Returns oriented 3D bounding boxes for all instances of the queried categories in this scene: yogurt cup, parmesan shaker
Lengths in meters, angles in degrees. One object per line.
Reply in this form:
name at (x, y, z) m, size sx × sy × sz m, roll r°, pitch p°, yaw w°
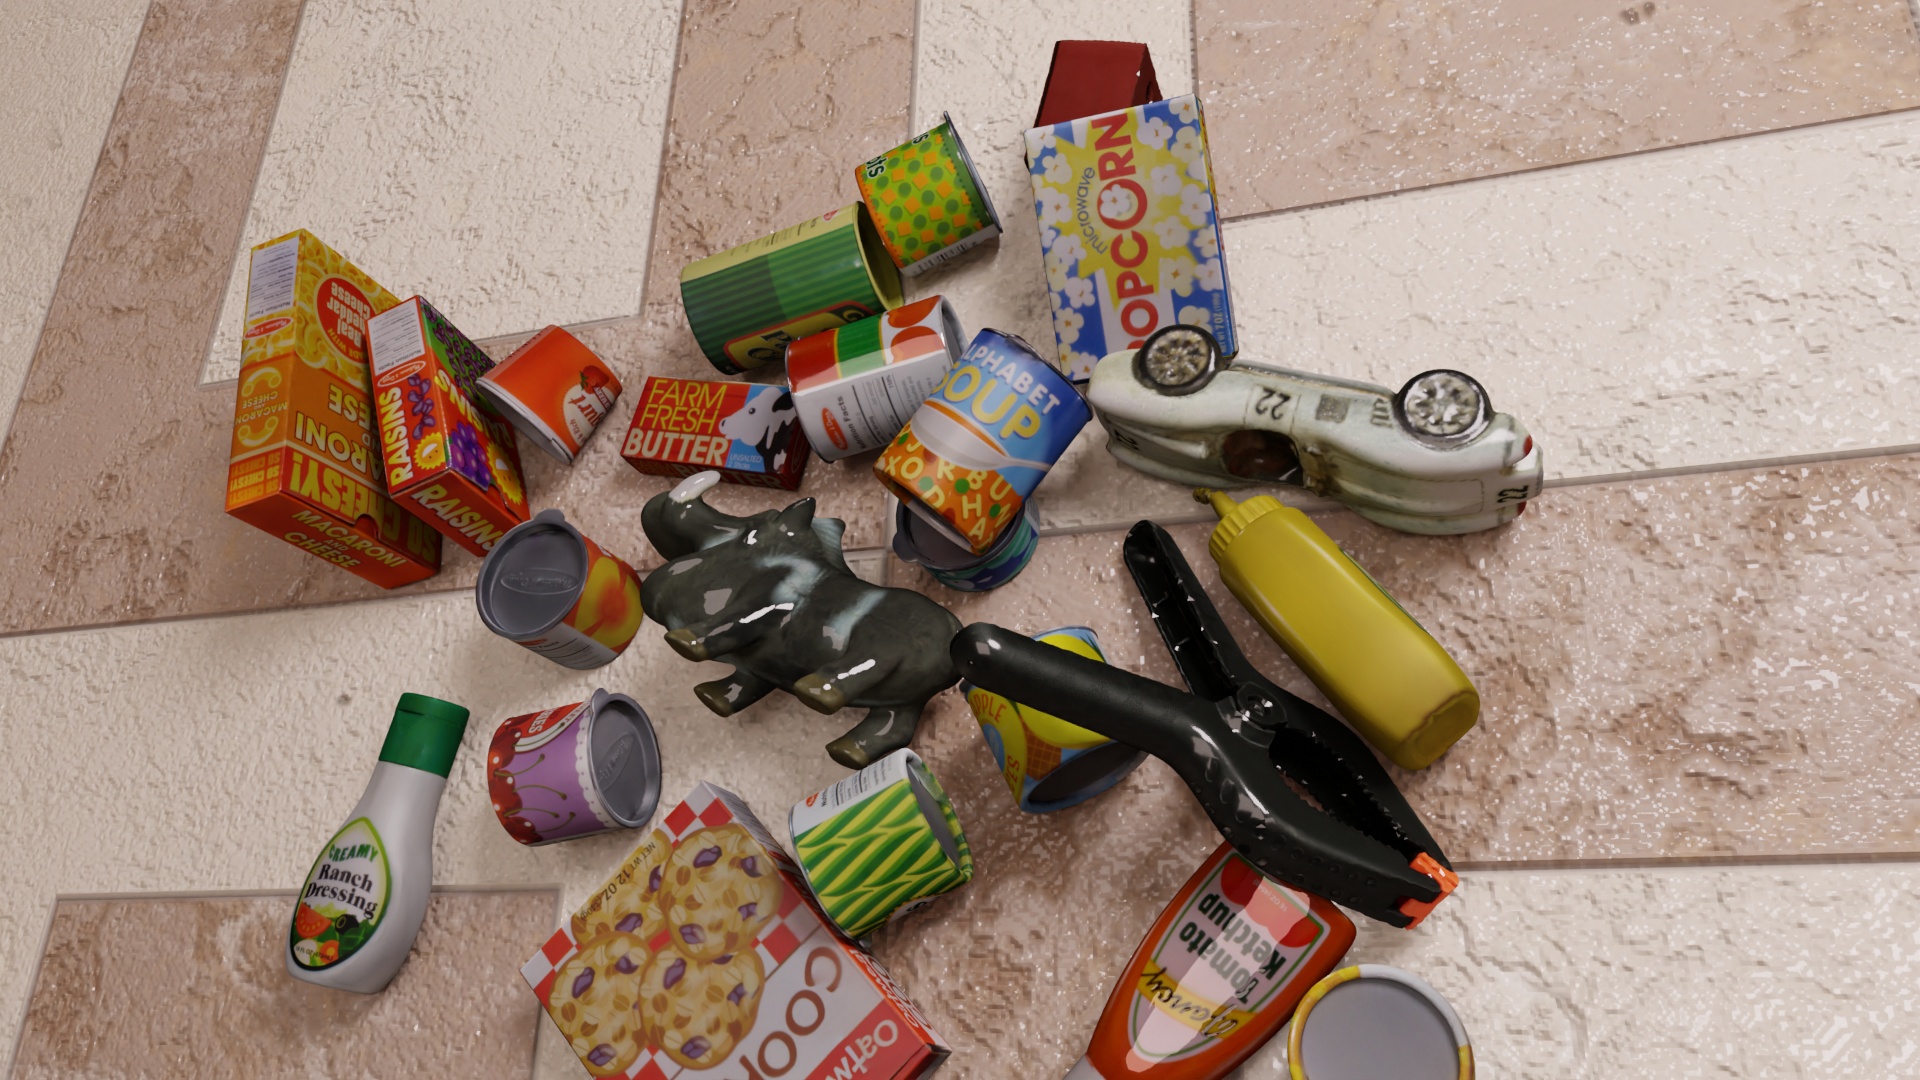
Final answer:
yogurt cup at (-0.228, -0.084, 0.781) m, size 0.072 × 0.072 × 0.054 m, roll 31°, pitch 73°, yaw 28°
parmesan shaker at (-0.090, -0.135, 0.754) m, size 0.103 × 0.071 × 0.071 m, roll -17°, pitch 63°, yaw 13°

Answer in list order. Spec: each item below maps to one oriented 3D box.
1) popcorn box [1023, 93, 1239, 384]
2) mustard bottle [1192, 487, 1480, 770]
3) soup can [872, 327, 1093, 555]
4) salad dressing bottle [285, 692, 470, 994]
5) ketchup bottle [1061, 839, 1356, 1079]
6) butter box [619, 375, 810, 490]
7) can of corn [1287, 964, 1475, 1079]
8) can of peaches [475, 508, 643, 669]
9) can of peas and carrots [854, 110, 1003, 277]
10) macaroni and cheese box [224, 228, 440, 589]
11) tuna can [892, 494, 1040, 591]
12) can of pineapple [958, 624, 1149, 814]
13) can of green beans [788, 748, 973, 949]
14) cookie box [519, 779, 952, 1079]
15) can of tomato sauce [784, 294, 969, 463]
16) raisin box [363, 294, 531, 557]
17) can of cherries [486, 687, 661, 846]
popcorn box at (0.084, -0.145, 0.677) m, size 0.085 × 0.038 × 0.126 m, roll -8°, pitch 96°, yaw 17°
mustard bottle at (0.152, 0.025, 0.598) m, size 0.049 × 0.065 × 0.161 m, roll -40°, pitch 57°, yaw 4°
soup can at (0.009, -0.046, 0.635) m, size 0.071 × 0.071 × 0.084 m, roll 34°, pitch 82°, yaw 28°
salad dressing bottle at (-0.294, 0.153, 0.712) m, size 0.064 × 0.044 × 0.148 m, roll 7°, pitch 70°, yaw 21°
ketchup bottle at (0.089, 0.191, 0.559) m, size 0.065 × 0.043 × 0.149 m, roll 40°, pitch 86°, yaw 28°
butter box at (-0.130, -0.060, 0.757) m, size 0.103 × 0.024 × 0.053 m, roll 7°, pitch 70°, yaw 22°
can of corn at (0.158, 0.198, 0.522) m, size 0.071 × 0.058 × 0.071 m, roll -8°, pitch 65°, yaw 17°
can of peaches at (-0.207, 0.027, 0.728) m, size 0.071 × 0.058 × 0.071 m, roll -8°, pitch 65°, yaw 17°
can of peas and carrots at (-0.018, -0.185, 0.745) m, size 0.058 × 0.071 × 0.071 m, roll -25°, pitch 62°, yaw 9°
macaroni and cheese box at (-0.345, -0.072, 0.782) m, size 0.040 × 0.123 × 0.167 m, roll -16°, pitch 64°, yaw 14°
tuna can at (0.002, -0.009, 0.682) m, size 0.071 × 0.032 × 0.071 m, roll -7°, pitch 65°, yaw 17°
can of pineapple at (0.041, 0.080, 0.610) m, size 0.071 × 0.071 × 0.058 m, roll -30°, pitch 62°, yaw 6°
can of green beans at (-0.034, 0.134, 0.615) m, size 0.058 × 0.071 × 0.071 m, roll -29°, pitch 61°, yaw 6°
cookie box at (-0.104, 0.210, 0.621) m, size 0.123 × 0.040 × 0.168 m, roll -46°, pitch 61°, yaw -4°
can of tomato sauce at (-0.038, -0.084, 0.711) m, size 0.083 × 0.071 × 0.071 m, roll -16°, pitch 64°, yaw 12°
raisin box at (-0.285, -0.063, 0.778) m, size 0.040 × 0.086 × 0.124 m, roll -23°, pitch 62°, yaw 4°
can of cherries at (-0.189, 0.110, 0.679) m, size 0.058 × 0.071 × 0.072 m, roll -13°, pitch 64°, yaw 15°
